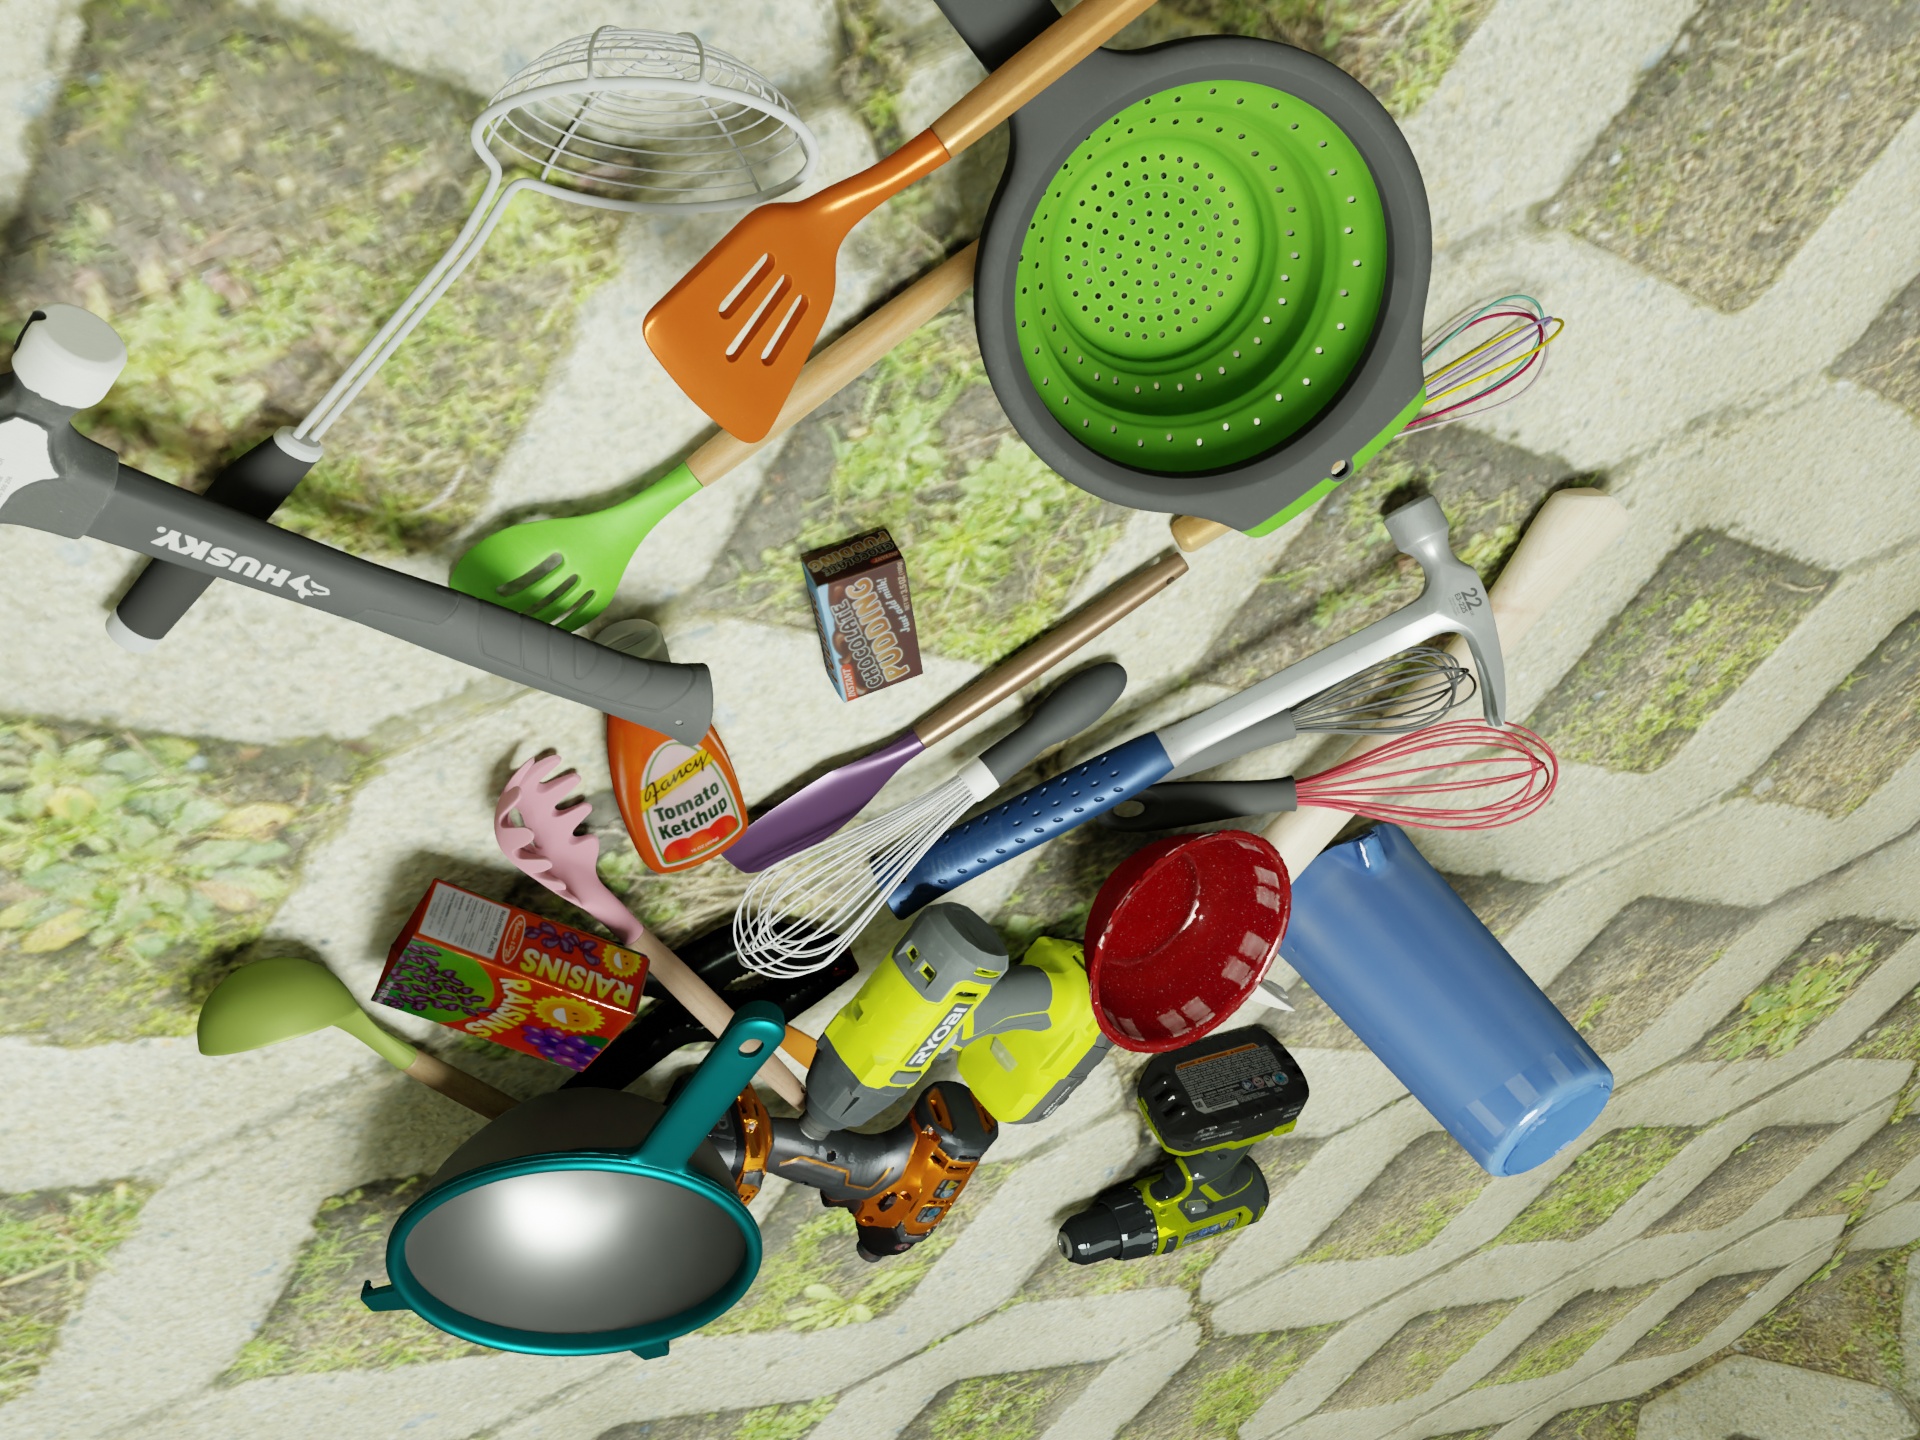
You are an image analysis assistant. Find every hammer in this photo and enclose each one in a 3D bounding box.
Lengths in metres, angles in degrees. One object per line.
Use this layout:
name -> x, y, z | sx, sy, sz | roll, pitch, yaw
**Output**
hammer -> 0.296, 0.018, 1.066 | 0.146, 0.038, 0.410 | 37, 104, -16
hammer -> -0.244, -0.047, 0.673 | 0.334, 0.035, 0.146 | 22, 128, -41
hammer -> 0.136, 0.018, 0.965 | 0.405, 0.144, 0.035 | -27, 177, 3

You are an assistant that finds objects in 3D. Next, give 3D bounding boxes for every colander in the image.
colander -> 0.049, -0.256, 0.687 | 0.204, 0.095, 0.396 | -39, 118, 10

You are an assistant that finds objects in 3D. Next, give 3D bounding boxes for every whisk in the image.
whisk -> -0.016, 0.054, 0.937 | 0.284, 0.070, 0.070 | -37, 137, -6
whisk -> 0.233, 0.044, 1.022 | 0.296, 0.073, 0.073 | -6, 135, 3
whisk -> 0.228, -0.164, 0.891 | 0.245, 0.047, 0.051 | -30, 138, 3
whisk -> 0.208, 0.003, 1.005 | 0.239, 0.055, 0.055 | -17, 136, 3

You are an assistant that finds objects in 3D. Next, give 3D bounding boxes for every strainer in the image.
strainer -> -0.191, 0.240, 0.912 | 0.210, 0.095, 0.340 | 22, 124, -25

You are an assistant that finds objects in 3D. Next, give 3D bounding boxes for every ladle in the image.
ladle -> -0.307, 0.217, 0.924 | 0.078, 0.062, 0.319 | -10, 145, 21

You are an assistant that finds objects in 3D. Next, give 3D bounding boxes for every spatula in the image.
spatula -> -0.001, -0.003, 0.923 | 0.316, 0.018, 0.059 | -35, 148, 4
spatula -> 0.016, -0.233, 0.613 | 0.322, 0.041, 0.080 | -36, 143, 7

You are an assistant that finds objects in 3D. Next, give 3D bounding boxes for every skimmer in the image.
skimmer -> -0.212, -0.133, 0.635 | 0.363, 0.090, 0.127 | -43, 166, 14

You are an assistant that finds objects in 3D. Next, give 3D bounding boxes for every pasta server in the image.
pasta server -> -0.164, 0.135, 0.902 | 0.040, 0.060, 0.315 | -17, 130, 22

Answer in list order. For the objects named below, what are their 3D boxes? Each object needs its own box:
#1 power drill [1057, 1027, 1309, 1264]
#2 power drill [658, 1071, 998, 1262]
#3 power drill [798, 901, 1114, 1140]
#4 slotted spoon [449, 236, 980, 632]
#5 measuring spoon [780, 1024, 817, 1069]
power drill -> 0.184, 0.367, 1.321 | 0.190, 0.080, 0.228 | -10, 135, -22
power drill -> -0.103, 0.318, 1.095 | 0.226, 0.084, 0.164 | 11, 123, -29
power drill -> 0.004, 0.203, 1.029 | 0.171, 0.080, 0.223 | -52, 146, 14
slotted spoon -> -0.105, -0.132, 0.744 | 0.314, 0.031, 0.070 | -36, 136, 3
measuring spoon -> -0.107, 0.223, 1.072 | 0.021, 0.011, 0.116 | -36, 137, 4
